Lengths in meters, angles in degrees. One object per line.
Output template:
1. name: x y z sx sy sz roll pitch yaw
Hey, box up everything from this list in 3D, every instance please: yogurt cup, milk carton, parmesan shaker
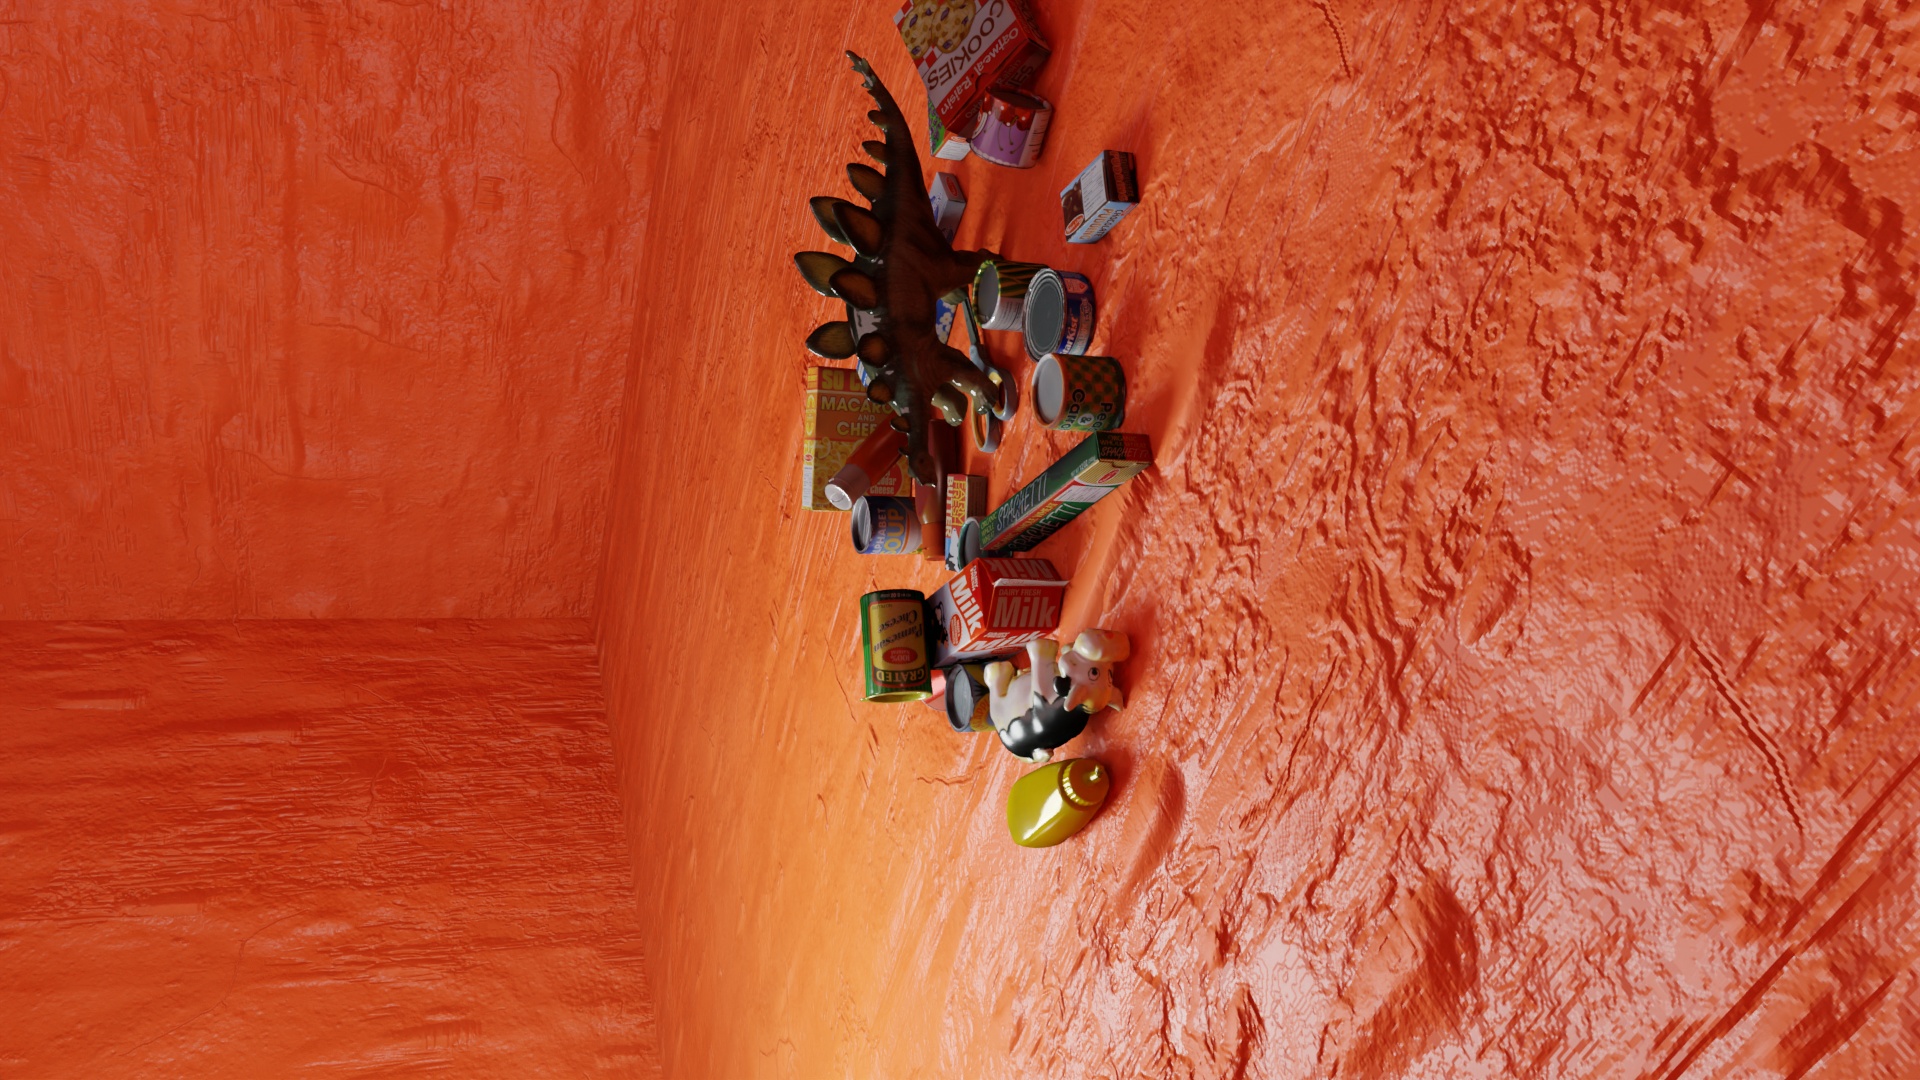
1. yogurt cup: -0.008 0.137 1.420 0.053 0.072 0.072 -32 59 54
2. milk carton: 0.032 0.066 1.317 0.189 0.072 0.073 140 128 -60
3. parmesan shaker: -0.067 0.104 1.363 0.071 0.071 0.103 144 124 -62

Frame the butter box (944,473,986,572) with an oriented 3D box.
1. butter box: 0.005 -0.018 1.445 0.053 0.024 0.103 -173 85 -66

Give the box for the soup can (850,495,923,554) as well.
1. soup can: -0.072 -0.016 1.550 0.071 0.084 0.071 -178 89 -67

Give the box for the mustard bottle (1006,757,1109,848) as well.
1. mustard bottle: 0.090 0.222 1.201 0.159 0.049 0.065 132 137 -56

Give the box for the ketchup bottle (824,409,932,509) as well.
1. ketchup bottle: -0.093 -0.094 1.542 0.043 0.149 0.064 48 146 -12

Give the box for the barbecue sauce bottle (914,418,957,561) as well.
1. barbecue sauce bottle: -0.026 -0.053 1.497 0.064 0.044 0.148 156 113 -65

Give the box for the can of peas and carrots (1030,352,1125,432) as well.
1. can of peas and carrots: 0.100 -0.124 1.184 0.071 0.059 0.071 -178 89 -67

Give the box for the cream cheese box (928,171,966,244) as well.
1. cream cheese box: -0.025 -0.349 1.535 0.103 0.024 0.053 115 149 -43

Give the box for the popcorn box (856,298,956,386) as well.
1. popcorn box: -0.059 -0.229 1.529 0.038 0.085 0.126 -116 35 -48

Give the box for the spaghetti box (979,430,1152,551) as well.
1. spaghetti box: 0.085 -0.038 1.226 0.249 0.050 0.029 142 128 -61

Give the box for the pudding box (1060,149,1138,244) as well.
1. pudding box: 0.118 -0.293 1.188 0.083 0.030 0.050 149 119 -63

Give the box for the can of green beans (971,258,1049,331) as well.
1. can of green beans: 0.049 -0.231 1.310 0.071 0.058 0.071 -178 89 -67

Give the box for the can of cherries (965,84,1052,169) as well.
1. can of cherries: 0.045 -0.392 1.313 0.072 0.071 0.058 -116 35 -47

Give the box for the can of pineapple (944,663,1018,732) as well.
1. can of pineapple: 0.024 0.154 1.349 0.071 0.058 0.071 -178 89 -67

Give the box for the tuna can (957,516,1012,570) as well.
1. tuna can: 0.024 0.011 1.389 0.071 0.033 0.071 -177 89 -67

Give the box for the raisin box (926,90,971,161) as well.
1. raisin box: 0.006 -0.463 1.451 0.123 0.040 0.086 151 119 -65

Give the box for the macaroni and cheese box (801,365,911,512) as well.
1. macaroni and cheese box: -0.117 -0.116 1.611 0.040 0.124 0.166 8 97 64

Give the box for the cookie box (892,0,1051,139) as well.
1. cookie box: 0.008 -0.498 1.365 0.122 0.040 0.168 -41 58 33
